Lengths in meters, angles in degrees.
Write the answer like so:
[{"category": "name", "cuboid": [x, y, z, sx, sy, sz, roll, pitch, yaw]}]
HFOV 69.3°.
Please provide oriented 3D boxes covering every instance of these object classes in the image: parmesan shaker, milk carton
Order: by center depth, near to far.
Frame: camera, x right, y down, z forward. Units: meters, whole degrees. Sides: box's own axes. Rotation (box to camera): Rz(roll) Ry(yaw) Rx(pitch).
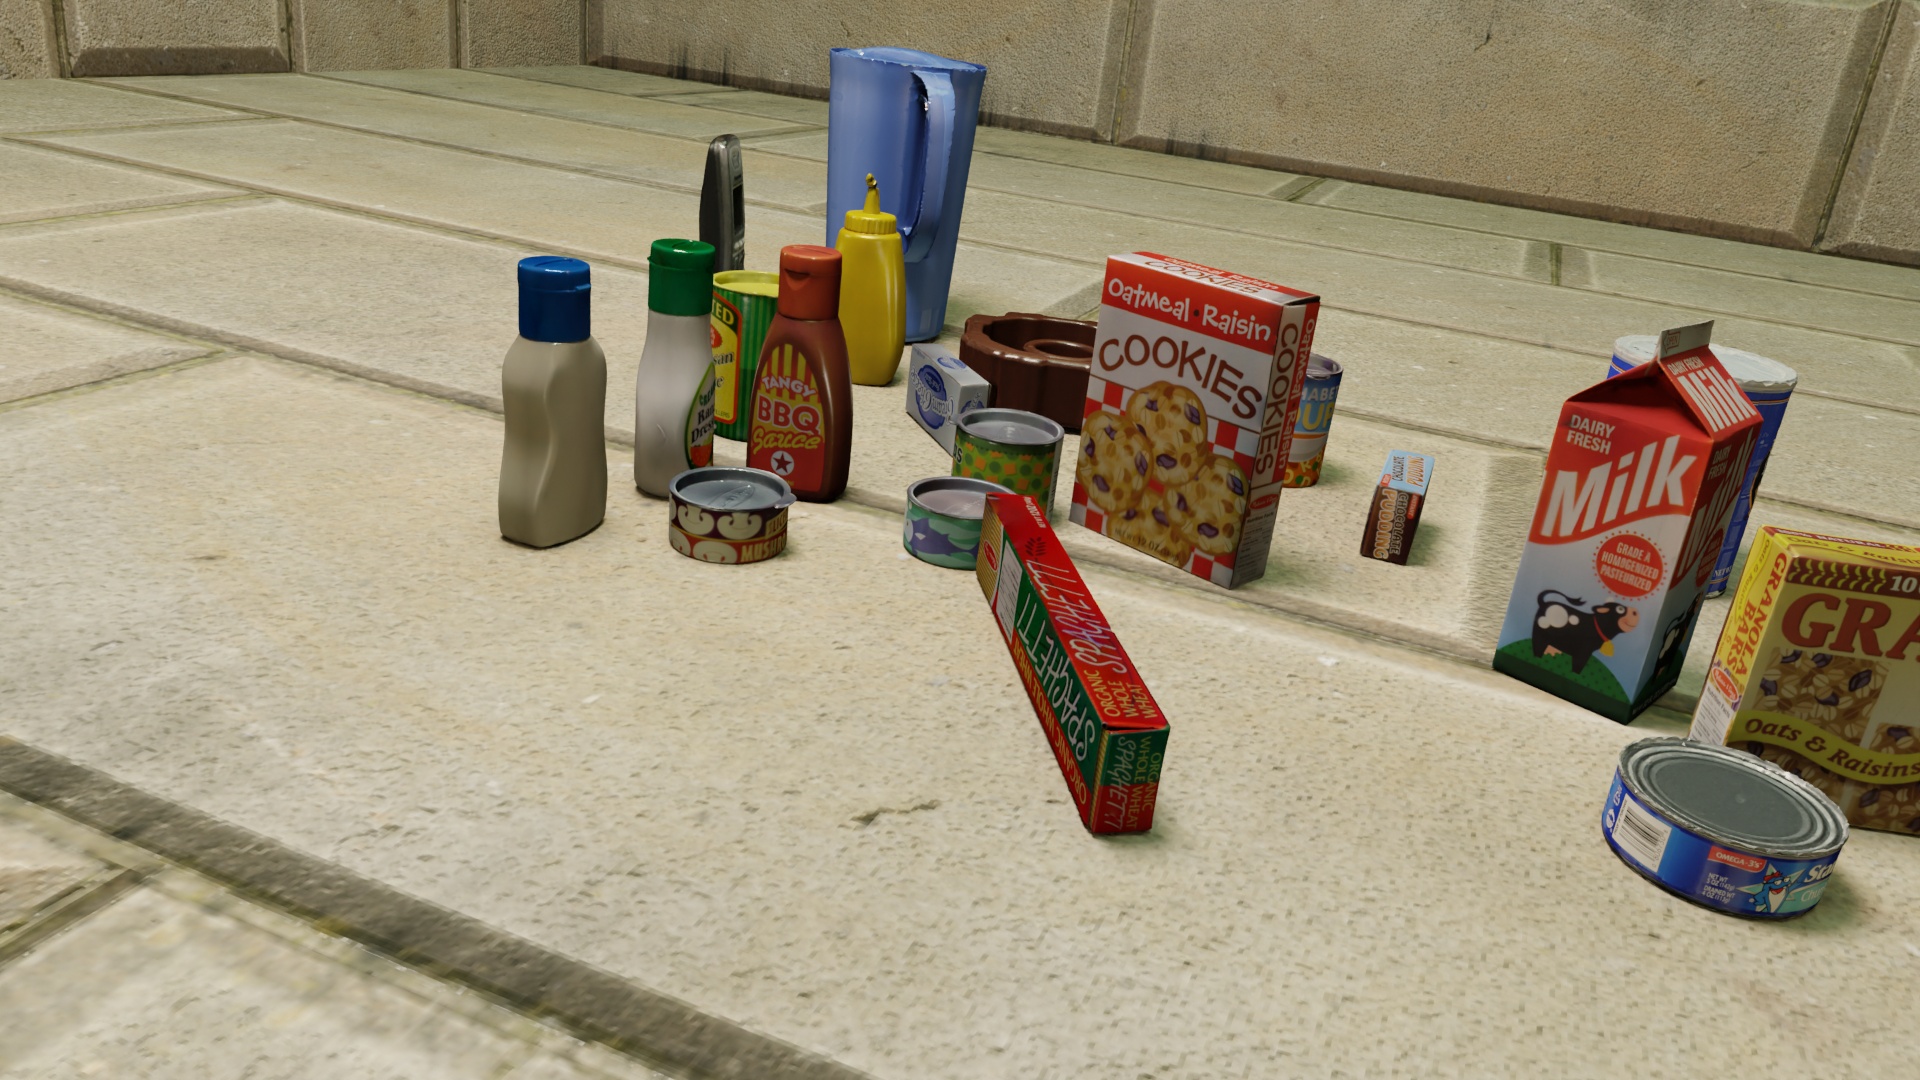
[{"category": "milk carton", "cuboid": [0.335, -0.015, 0.691, 0.072, 0.189, 0.073, -15, 30, -43]}, {"category": "parmesan shaker", "cuboid": [-0.138, -0.124, 0.938, 0.071, 0.102, 0.071, 6, 22, -2]}]

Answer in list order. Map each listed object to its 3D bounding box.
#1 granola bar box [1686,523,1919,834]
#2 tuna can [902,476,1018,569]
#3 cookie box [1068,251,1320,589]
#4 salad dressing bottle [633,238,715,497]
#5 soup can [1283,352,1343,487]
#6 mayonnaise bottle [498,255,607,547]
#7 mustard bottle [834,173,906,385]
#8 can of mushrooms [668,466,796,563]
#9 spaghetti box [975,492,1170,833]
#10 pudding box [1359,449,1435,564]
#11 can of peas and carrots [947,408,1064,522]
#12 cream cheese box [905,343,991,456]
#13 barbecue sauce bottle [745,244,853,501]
[{"category": "granola bar box", "cuboid": [0.419, 0.066, 0.606, 0.166, 0.123, 0.039, 8, 22, 3]}, {"category": "tuna can", "cuboid": [0.003, -0.010, 0.793, 0.071, 0.032, 0.071, 6, 22, -2]}, {"category": "cookie box", "cuboid": [0.131, -0.073, 0.805, 0.040, 0.166, 0.123, -15, 31, -43]}, {"category": "salad dressing bottle", "cuboid": [-0.166, -0.100, 0.814, 0.044, 0.147, 0.064, 9, 22, 6]}, {"category": "soup can", "cuboid": [0.228, -0.086, 0.975, 0.071, 0.083, 0.071, 6, 22, -2]}, {"category": "mayonnaise bottle", "cuboid": [-0.215, -0.074, 0.735, 0.041, 0.147, 0.065, 15, 23, 19]}, {"category": "mustard bottle", "cuboid": [-0.071, -0.202, 1.073, 0.065, 0.159, 0.049, 9, 22, 6]}, {"category": "can of mushrooms", "cuboid": [-0.125, -0.014, 0.766, 0.071, 0.033, 0.071, 6, 22, -2]}, {"category": "spaghetti box", "cuboid": [0.044, 0.045, 0.647, 0.029, 0.050, 0.251, 2, 23, -11]}, {"category": "pudding box", "cuboid": [0.277, -0.023, 0.880, 0.030, 0.049, 0.084, 14, 23, 19]}, {"category": "can of peas and carrots", "cuboid": [0.025, -0.043, 0.846, 0.071, 0.058, 0.071, 6, 22, -2]}, {"category": "cream cheese box", "cuboid": [-0.010, -0.100, 0.983, 0.024, 0.053, 0.104, -2, 24, -22]}, {"category": "barbecue sauce bottle", "cuboid": [-0.094, -0.101, 0.834, 0.065, 0.148, 0.044, 15, 23, 19]}]
